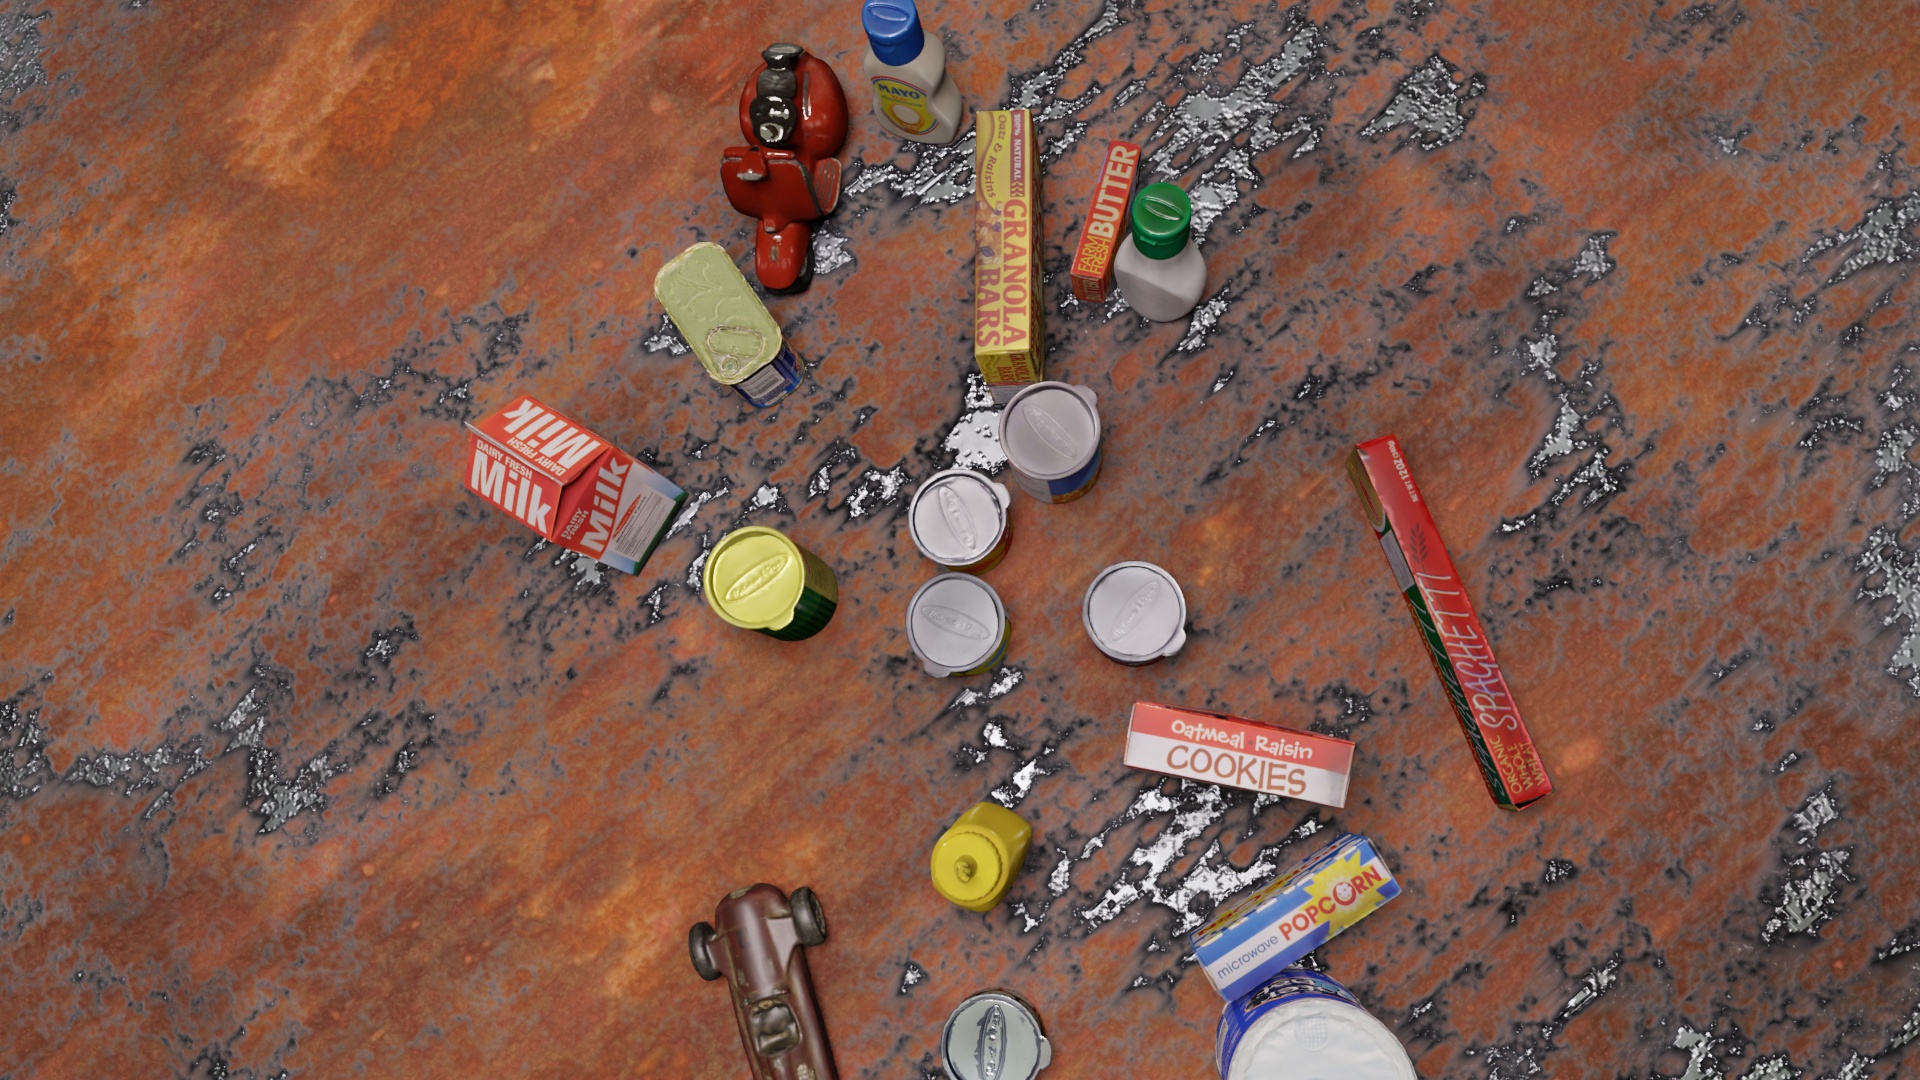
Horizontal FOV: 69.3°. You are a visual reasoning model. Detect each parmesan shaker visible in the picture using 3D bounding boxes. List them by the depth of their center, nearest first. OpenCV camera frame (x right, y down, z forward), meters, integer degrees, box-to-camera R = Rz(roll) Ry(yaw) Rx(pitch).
[{"bbox_3d":[-0.123,0.034,0.931,0.071,0.103,0.071,-1,80,7],"label":"parmesan shaker"}]

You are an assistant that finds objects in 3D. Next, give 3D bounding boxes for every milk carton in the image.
[{"bbox_3d":[-0.256,-0.037,0.916,0.072,0.190,0.073,30,85,11],"label":"milk carton"}]

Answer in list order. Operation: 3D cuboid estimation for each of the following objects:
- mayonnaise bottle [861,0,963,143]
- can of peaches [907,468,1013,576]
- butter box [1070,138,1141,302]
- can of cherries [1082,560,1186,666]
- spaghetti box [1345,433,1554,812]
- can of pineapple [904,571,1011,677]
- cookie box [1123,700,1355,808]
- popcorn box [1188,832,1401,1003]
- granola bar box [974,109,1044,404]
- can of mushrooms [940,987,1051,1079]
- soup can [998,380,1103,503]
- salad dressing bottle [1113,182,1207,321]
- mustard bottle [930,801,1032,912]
[{"bbox_3d":[-0.038,-0.326,0.963,0.065,0.148,0.041,16,83,10],"label":"mayonnaise bottle"},{"bbox_3d":[0.003,-0.012,0.946,0.071,0.058,0.071,-1,80,7],"label":"can of peaches"},{"bbox_3d":[0.103,-0.223,0.974,0.024,0.053,0.103,15,82,10],"label":"butter box"},{"bbox_3d":[0.117,0.052,0.920,0.071,0.058,0.071,-1,80,7],"label":"can of cherries"},{"bbox_3d":[0.313,0.052,0.899,0.029,0.050,0.250,-21,78,3],"label":"spaghetti box"},{"bbox_3d":[-0.002,0.059,0.934,0.071,0.058,0.071,-1,80,7],"label":"can of pineapple"},{"bbox_3d":[0.163,0.130,0.844,0.123,0.167,0.040,10,82,9],"label":"cookie box"},{"bbox_3d":[0.204,0.232,0.862,0.127,0.085,0.038,-33,78,1],"label":"popcorn box"},{"bbox_3d":[0.035,-0.188,0.940,0.039,0.124,0.166,-1,80,7],"label":"granola bar box"},{"bbox_3d":[0.024,0.324,0.894,0.071,0.033,0.071,-1,80,7],"label":"can of mushrooms"},{"bbox_3d":[0.065,-0.066,0.935,0.071,0.083,0.071,-1,80,7],"label":"soup can"},{"bbox_3d":[0.132,-0.189,0.916,0.064,0.147,0.044,27,85,11],"label":"salad dressing bottle"},{"bbox_3d":[0.010,0.196,0.855,0.049,0.160,0.065,25,84,11],"label":"mustard bottle"}]
